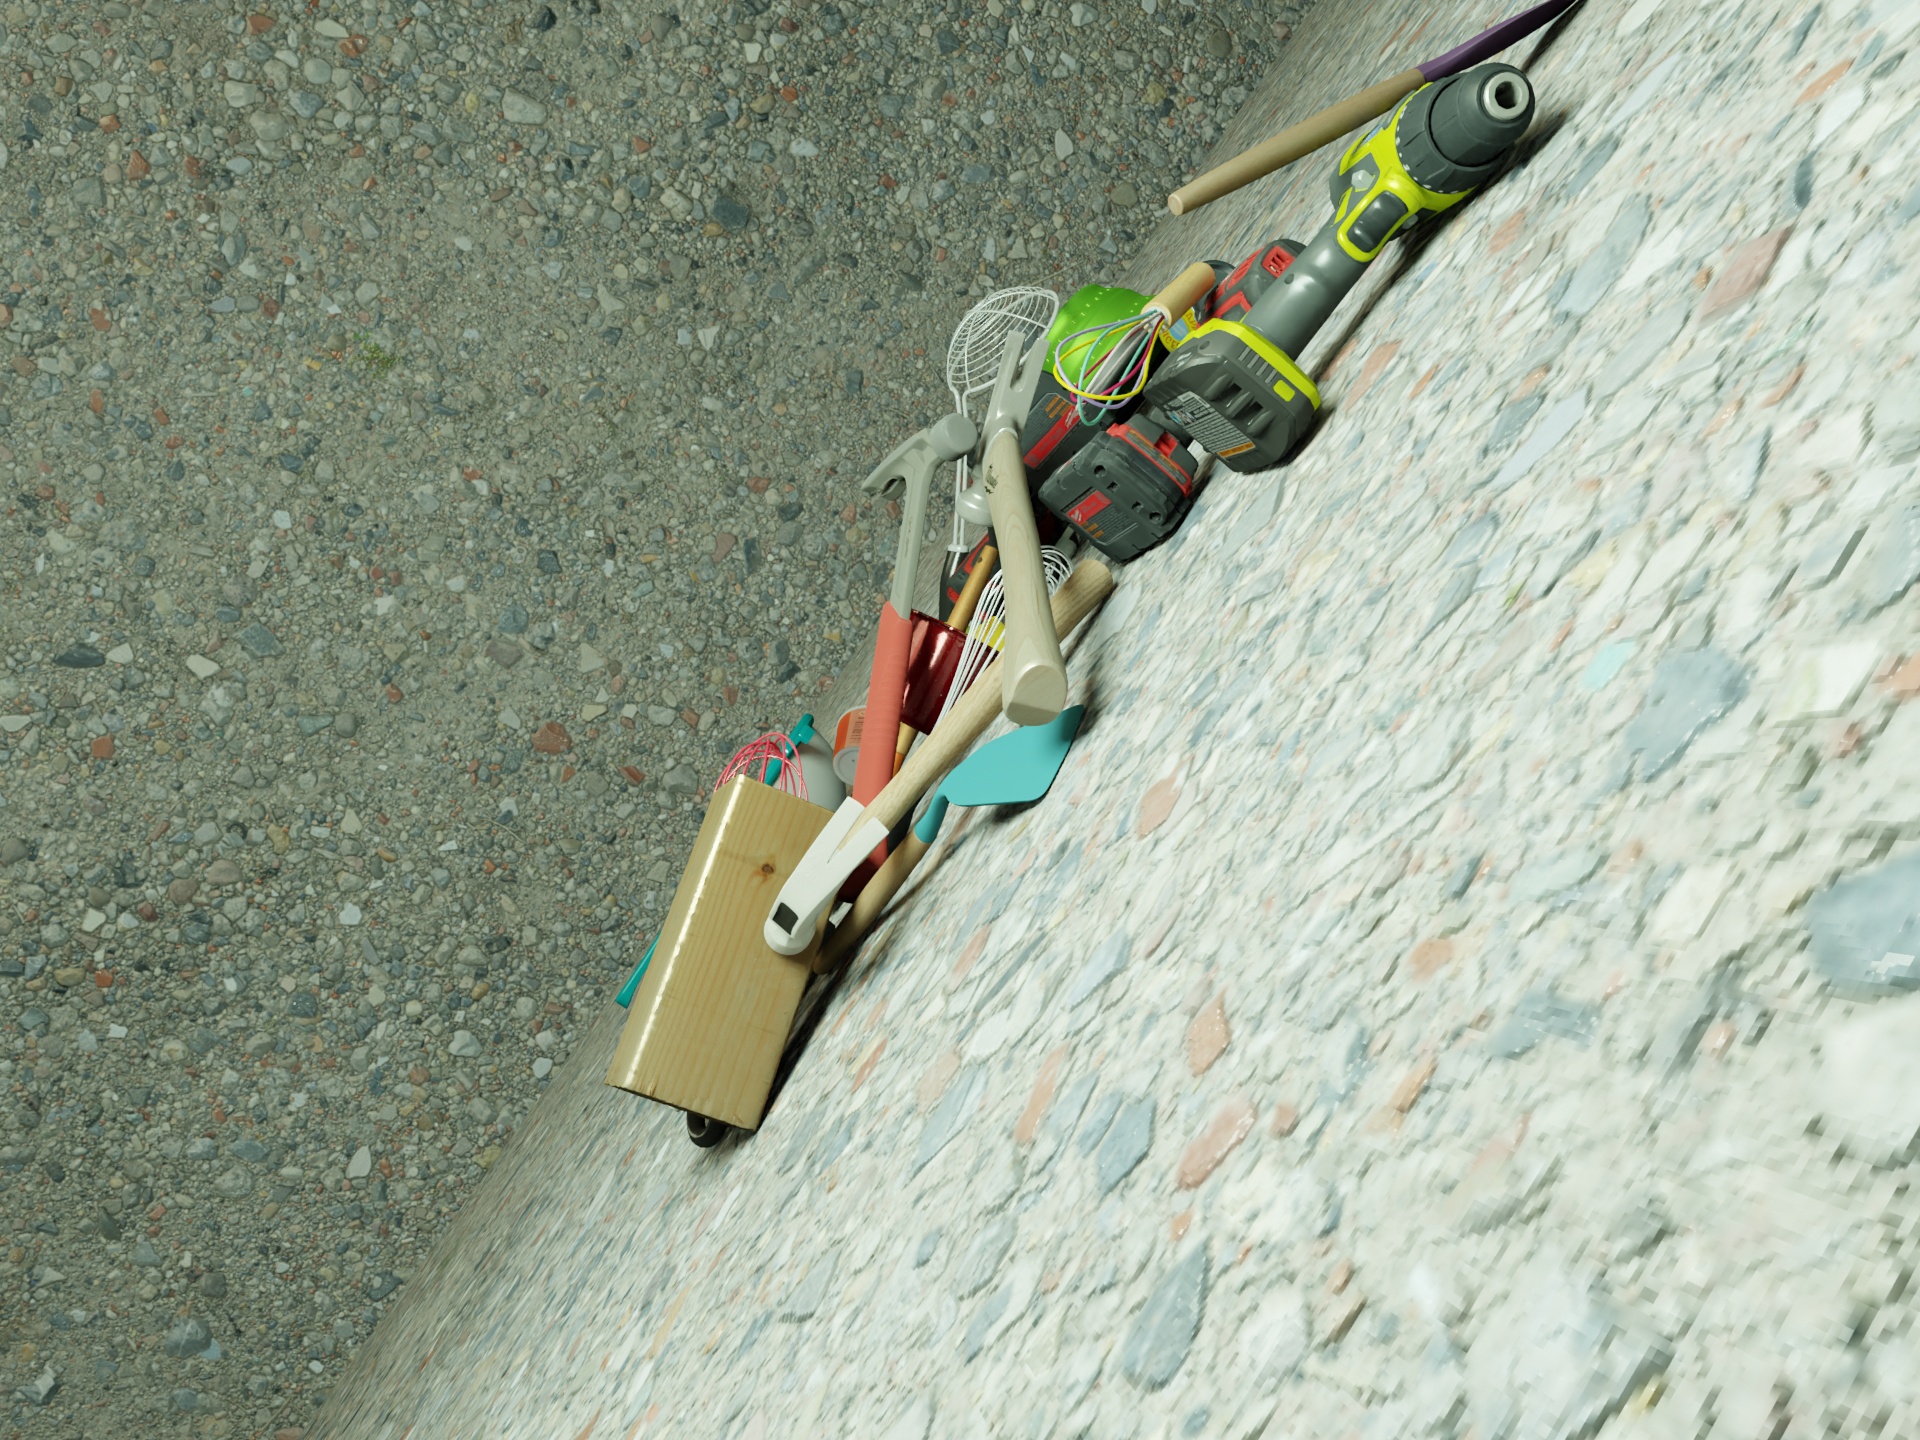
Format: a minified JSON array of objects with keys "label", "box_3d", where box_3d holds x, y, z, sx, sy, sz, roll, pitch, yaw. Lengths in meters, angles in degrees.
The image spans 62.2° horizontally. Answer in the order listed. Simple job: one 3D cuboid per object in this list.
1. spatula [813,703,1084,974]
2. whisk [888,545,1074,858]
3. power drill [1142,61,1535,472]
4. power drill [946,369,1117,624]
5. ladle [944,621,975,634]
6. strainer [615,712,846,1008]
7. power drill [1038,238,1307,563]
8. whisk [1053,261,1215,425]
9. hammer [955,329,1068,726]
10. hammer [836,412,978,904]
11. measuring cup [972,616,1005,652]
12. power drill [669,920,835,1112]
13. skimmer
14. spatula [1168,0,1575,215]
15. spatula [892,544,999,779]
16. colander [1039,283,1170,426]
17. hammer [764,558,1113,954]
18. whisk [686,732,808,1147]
[{"label":"spatula","box_3d":[-0.024,0.091,1.000,0.317,0.044,0.082,-53,7,46]},{"label":"whisk","box_3d":[-0.003,-0.004,1.165,0.284,0.070,0.070,-58,7,6]},{"label":"power drill","box_3d":[0.211,-0.253,0.877,0.228,0.080,0.190,-51,7,1]},{"label":"power drill","box_3d":[0.069,-0.199,1.373,0.188,0.080,0.226,-49,-12,-23]},{"label":"ladle","box_3d":[-0.054,0.039,1.375,0.078,0.062,0.320,-31,30,52]},{"label":"strainer","box_3d":[-0.210,0.156,1.570,0.340,0.095,0.211,-57,5,-3]},{"label":"power drill","box_3d":[0.154,-0.219,1.085,0.220,0.078,0.143,-53,7,-13]},{"label":"whisk","box_3d":[0.120,-0.246,1.012,0.047,0.051,0.245,-2,29,30]},{"label":"hammer","box_3d":[0.039,-0.125,1.020,0.411,0.038,0.146,-94,18,-61]},{"label":"hammer","box_3d":[-0.054,-0.042,1.161,0.149,0.036,0.359,-26,51,59]},{"label":"measuring cup","box_3d":[-0.012,-0.021,1.336,0.156,0.029,0.062,-48,13,13]},{"label":"power drill","box_3d":[-0.183,0.213,1.230,0.171,0.080,0.223,-55,11,-14]},{"label":"skimmer","box_3d":[0.028,-0.221,1.485,0.127,0.090,0.363,22,111,58]},{"label":"spatula","box_3d":[0.246,-0.361,0.918,0.316,0.018,0.060,-31,3,-17]},{"label":"spatula","box_3d":[-0.047,0.001,1.294,0.081,0.041,0.322,21,85,54]},{"label":"colander","box_3d":[0.090,-0.286,1.553,0.397,0.094,0.204,-56,-9,30]},{"label":"hammer","box_3d":[-0.004,0.009,1.008,0.331,0.031,0.130,-48,-5,-27]},{"label":"whisk","box_3d":[-0.155,0.147,1.111,0.073,0.073,0.296,142,139,-64]}]
